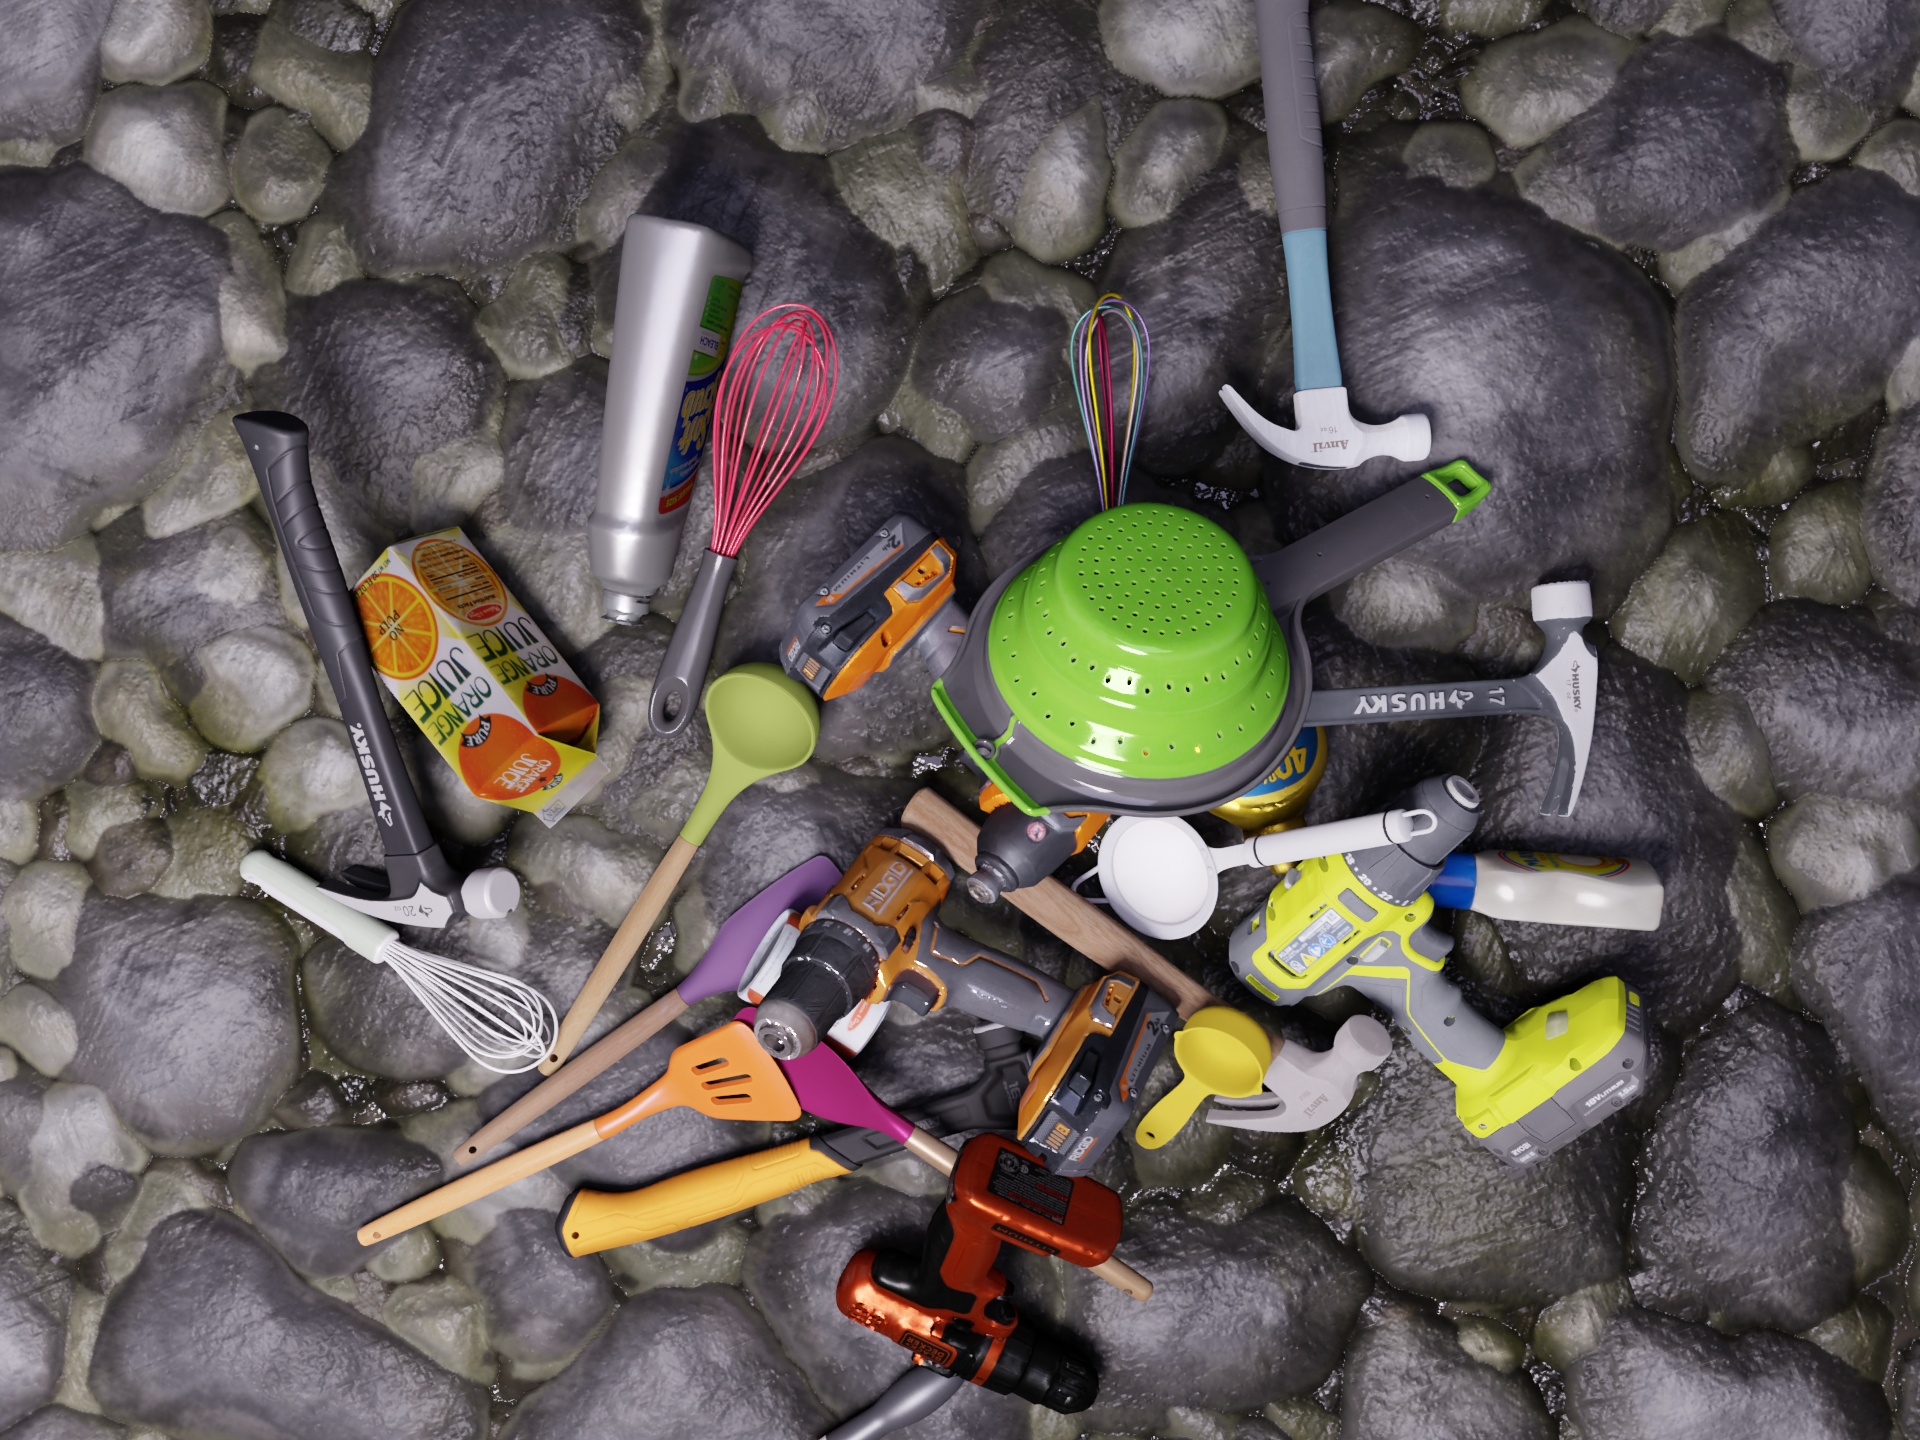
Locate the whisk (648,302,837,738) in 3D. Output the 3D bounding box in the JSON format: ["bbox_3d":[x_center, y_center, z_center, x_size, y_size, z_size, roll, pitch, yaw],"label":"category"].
[{"bbox_3d":[-0.148,-0.126,1.030,0.073,0.073,0.296,20,99,2],"label":"whisk"}]

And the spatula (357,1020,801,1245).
[{"bbox_3d":[-0.260,0.283,1.047,0.322,0.041,0.081,-26,108,7],"label":"spatula"}]

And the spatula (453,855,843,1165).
[{"bbox_3d":[-0.203,0.200,1.054,0.316,0.018,0.060,-35,95,-1],"label":"spatula"}]

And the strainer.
[{"bbox_3d":[0.178,0.083,0.978,0.258,0.050,0.087,-17,92,44],"label":"strainer"}]

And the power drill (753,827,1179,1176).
[{"bbox_3d":[0.000,0.178,0.957,0.226,0.185,0.084,32,129,7],"label":"power drill"}]

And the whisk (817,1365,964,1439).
[{"bbox_3d":[-0.116,0.503,1.049,0.284,0.070,0.070,-33,90,-2],"label":"whisk"}]

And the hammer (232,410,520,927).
[{"bbox_3d":[-0.383,-0.027,0.990,0.146,0.035,0.334,-5,107,28],"label":"hammer"}]

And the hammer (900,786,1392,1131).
[{"bbox_3d":[0.102,0.149,1.016,0.331,0.031,0.130,34,131,9],"label":"hammer"}]

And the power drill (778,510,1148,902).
[{"bbox_3d":[-0.002,-0.003,0.987,0.226,0.084,0.164,42,62,1],"label":"power drill"}]

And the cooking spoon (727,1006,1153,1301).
[{"bbox_3d":[-0.011,0.277,1.012,0.319,0.017,0.068,34,129,-2],"label":"cooking spoon"}]

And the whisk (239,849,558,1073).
[{"bbox_3d":[-0.374,0.155,1.053,0.246,0.057,0.059,30,61,6],"label":"whisk"}]

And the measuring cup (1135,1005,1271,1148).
[{"bbox_3d":[0.147,0.228,1.003,0.062,0.156,0.029,34,49,8],"label":"measuring cup"}]

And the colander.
[{"bbox_3d":[0.171,-0.090,0.926,0.397,0.094,0.205,-28,62,-21],"label":"colander"}]

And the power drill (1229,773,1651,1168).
[{"bbox_3d":[0.305,0.151,0.975,0.228,0.080,0.190,39,124,-1],"label":"power drill"}]

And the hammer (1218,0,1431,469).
[{"bbox_3d":[0.220,-0.325,1.017,0.128,0.033,0.331,-6,91,2],"label":"hammer"}]

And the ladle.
[{"bbox_3d":[-0.193,0.102,1.038,0.078,0.062,0.320,32,95,-1],"label":"ladle"}]

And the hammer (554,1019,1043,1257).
[{"bbox_3d":[-0.103,0.300,1.050,0.337,0.034,0.127,-17,90,3],"label":"hammer"}]

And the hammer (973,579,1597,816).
[{"bbox_3d":[0.206,-0.002,0.973,0.409,0.036,0.149,-4,89,-13],"label":"hammer"}]

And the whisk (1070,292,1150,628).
[{"bbox_3d":[0.095,-0.150,1.023,0.051,0.047,0.245,1,96,11],"label":"whisk"}]
